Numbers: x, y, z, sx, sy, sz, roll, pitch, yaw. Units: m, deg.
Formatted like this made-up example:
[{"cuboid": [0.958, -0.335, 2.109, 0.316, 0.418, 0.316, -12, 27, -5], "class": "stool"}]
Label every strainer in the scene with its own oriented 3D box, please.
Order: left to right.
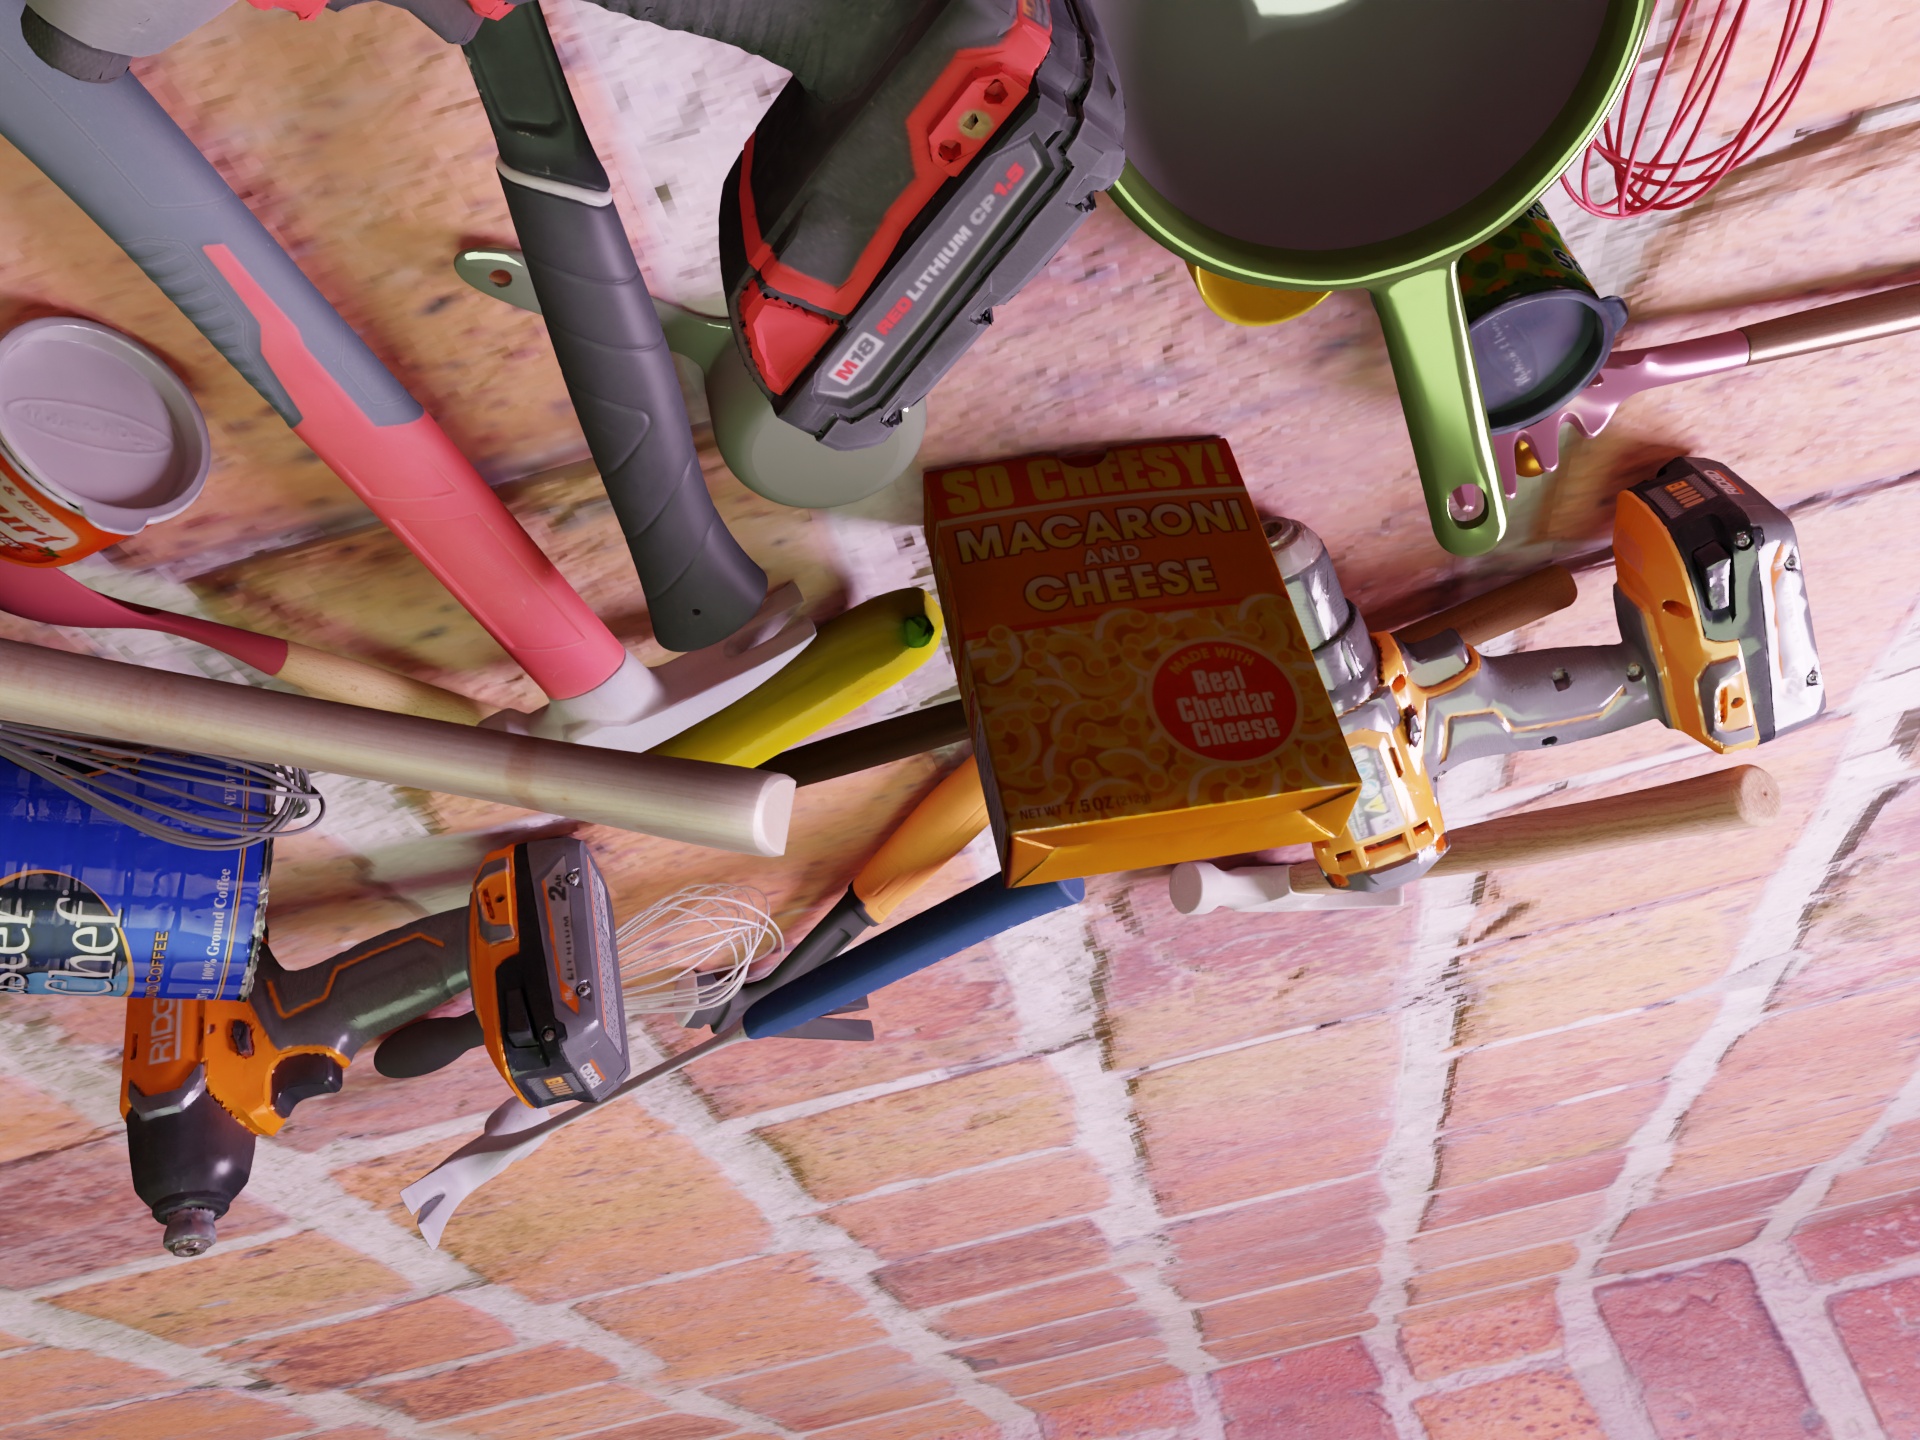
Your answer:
[{"cuboid": [0.120, -0.161, 0.456, 0.151, 0.069, 0.256, -16, 130, 16], "class": "strainer"}]

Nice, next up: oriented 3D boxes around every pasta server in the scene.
[{"cuboid": [0.328, -0.143, 0.611, 0.316, 0.040, 0.060, -14, 155, -4], "class": "pasta server"}]

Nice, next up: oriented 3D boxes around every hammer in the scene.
[{"cuboid": [-0.257, -0.003, 0.535, 0.410, 0.038, 0.146, 12, 172, -22], "class": "hammer"}, {"cuboid": [-0.178, -0.104, 0.502, 0.143, 0.038, 0.385, -28, 143, 2], "class": "hammer"}, {"cuboid": [-0.118, -0.158, 0.416, 0.149, 0.036, 0.408, -10, 141, 0], "class": "hammer"}, {"cuboid": [-0.119, 0.167, 0.838, 0.405, 0.035, 0.144, -28, -177, 16], "class": "hammer"}, {"cuboid": [-0.032, 0.087, 0.851, 0.127, 0.034, 0.336, 11, 140, -30], "class": "hammer"}, {"cuboid": [0.261, 0.068, 0.822, 0.130, 0.031, 0.331, 4, 165, -32], "class": "hammer"}]

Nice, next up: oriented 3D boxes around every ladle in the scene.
[{"cuboid": [-0.242, -0.018, 0.618, 0.069, 0.031, 0.315, 20, 177, 41], "class": "ladle"}]

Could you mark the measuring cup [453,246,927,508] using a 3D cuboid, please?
[{"cuboid": [-0.084, -0.114, 0.524, 0.167, 0.038, 0.083, 12, 140, -36], "class": "measuring cup"}]

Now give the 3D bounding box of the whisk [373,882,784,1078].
[{"cuboid": [-0.217, 0.152, 0.871, 0.284, 0.070, 0.070, -22, 146, 24], "class": "whisk"}]

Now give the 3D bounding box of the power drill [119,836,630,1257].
[{"cuboid": [-0.277, 0.150, 0.748, 0.226, 0.164, 0.084, -12, 147, -4], "class": "power drill"}]

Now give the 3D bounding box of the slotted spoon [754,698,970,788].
[{"cuboid": [-0.001, -0.002, 0.703, 0.314, 0.070, 0.031, -17, -173, 23], "class": "slotted spoon"}]

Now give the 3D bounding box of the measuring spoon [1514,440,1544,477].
[{"cuboid": [0.228, -0.132, 0.625, 0.021, 0.011, 0.116, -17, 147, 7], "class": "measuring spoon"}]

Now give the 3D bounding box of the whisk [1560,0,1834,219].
[{"cuboid": [0.214, -0.255, 0.400, 0.073, 0.073, 0.295, -8, 141, -7], "class": "whisk"}]

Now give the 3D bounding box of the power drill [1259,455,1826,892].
[{"cuboid": [0.236, -0.036, 0.691, 0.226, 0.084, 0.185, -22, 119, 10], "class": "power drill"}]

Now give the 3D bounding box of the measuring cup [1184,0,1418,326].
[{"cuboid": [0.118, -0.196, 0.491, 0.062, 0.029, 0.156, 7, 131, -25], "class": "measuring cup"}]

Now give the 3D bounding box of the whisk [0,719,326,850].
[{"cuboid": [-0.354, 0.004, 0.577, 0.239, 0.055, 0.055, 14, 141, -13], "class": "whisk"}]

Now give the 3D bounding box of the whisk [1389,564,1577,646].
[{"cuboid": [0.175, -0.013, 0.762, 0.245, 0.047, 0.051, -24, 144, 11], "class": "whisk"}]

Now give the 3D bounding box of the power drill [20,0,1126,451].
[{"cuboid": [-0.084, -0.155, 0.343, 0.219, 0.079, 0.143, 24, 130, -32], "class": "power drill"}]
